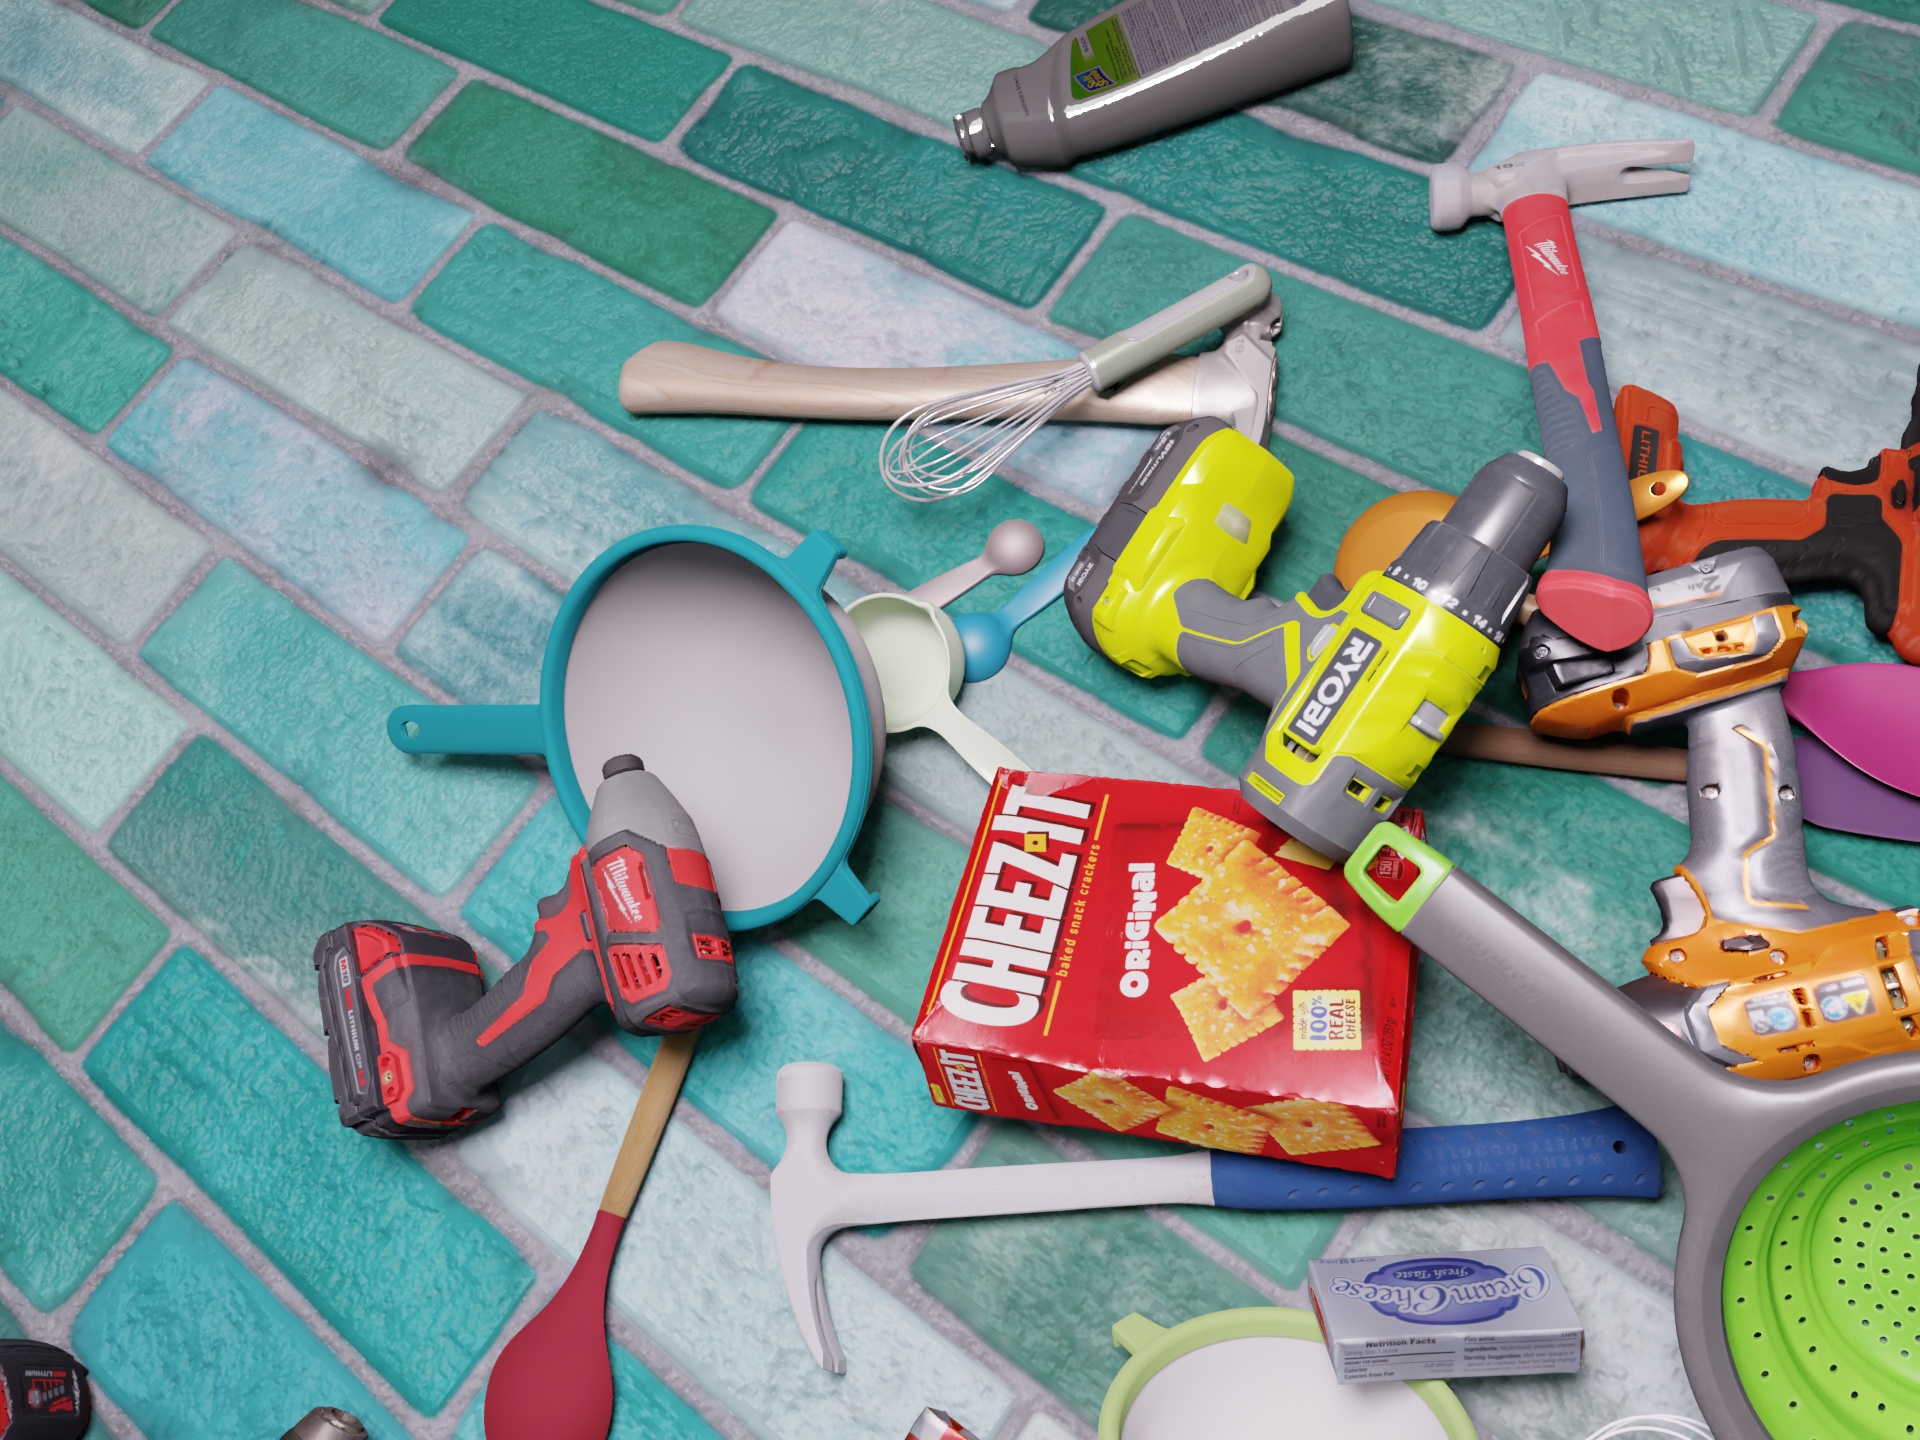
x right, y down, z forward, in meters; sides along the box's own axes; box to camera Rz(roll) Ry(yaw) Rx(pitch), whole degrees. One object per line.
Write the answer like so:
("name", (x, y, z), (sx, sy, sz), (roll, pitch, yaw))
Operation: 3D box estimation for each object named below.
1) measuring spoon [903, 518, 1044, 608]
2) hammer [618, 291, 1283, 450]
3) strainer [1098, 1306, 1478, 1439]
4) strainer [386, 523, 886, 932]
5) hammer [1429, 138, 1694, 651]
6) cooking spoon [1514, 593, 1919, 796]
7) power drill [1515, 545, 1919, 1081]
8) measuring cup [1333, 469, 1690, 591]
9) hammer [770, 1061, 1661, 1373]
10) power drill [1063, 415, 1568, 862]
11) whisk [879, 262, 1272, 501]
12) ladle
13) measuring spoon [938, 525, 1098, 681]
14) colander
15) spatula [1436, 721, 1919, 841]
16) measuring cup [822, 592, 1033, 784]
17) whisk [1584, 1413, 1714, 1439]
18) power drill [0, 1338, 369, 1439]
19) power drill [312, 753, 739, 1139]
("measuring spoon", (-0.009, -0.080, 0.915), (0.124, 0.018, 0.034), (-30, 62, 1))
("hammer", (-0.019, -0.190, 0.960), (0.411, 0.038, 0.146), (4, 68, 17))
("strainer", (0.123, 0.334, 0.599), (0.151, 0.069, 0.256), (1, 21, 11))
("strainer", (-0.170, -0.001, 0.878), (0.340, 0.095, 0.211), (0, 100, 31))
("hammer", (0.319, -0.181, 0.796), (0.143, 0.038, 0.387), (-2, 46, 14))
("cooking spoon", (0.358, -0.030, 0.787), (0.319, 0.017, 0.069), (23, 67, 25))
("power drill", (0.325, 0.053, 0.715), (0.164, 0.084, 0.227), (-17, 73, 14))
("measuring cup", (0.267, -0.087, 0.785), (0.173, 0.052, 0.095), (-24, 73, 33))
("hammer", (0.106, 0.218, 0.735), (0.405, 0.035, 0.144), (-7, 64, 12))
("power drill", (0.163, -0.063, 0.757), (0.190, 0.080, 0.229), (-57, 36, 8))
("whisk", (0.065, -0.193, 0.893), (0.246, 0.059, 0.058), (-28, 36, -1))
("ladle", (-0.166, 0.226, 0.811), (0.069, 0.031, 0.316), (11, 67, 18))
("measuring spoon", (0.038, -0.073, 0.896), (0.128, 0.021, 0.042), (-41, 62, -4))
("colander", (0.327, 0.173, 0.635), (0.397, 0.094, 0.204), (40, 106, 21))
("spatula", (0.335, 0.018, 0.777), (0.316, 0.018, 0.060), (7, 59, 17))
("measuring cup", (-0.001, -0.003, 0.867), (0.168, 0.038, 0.083), (42, 108, 12))
("whisk", (0.187, 0.361, 0.637), (0.284, 0.070, 0.070), (-29, 62, 6))
("power drill", (-0.412, 0.387, 0.774), (0.227, 0.080, 0.188), (23, 74, 20))
("power drill", (-0.219, 0.117, 0.811), (0.219, 0.078, 0.143), (-28, 65, 19))
